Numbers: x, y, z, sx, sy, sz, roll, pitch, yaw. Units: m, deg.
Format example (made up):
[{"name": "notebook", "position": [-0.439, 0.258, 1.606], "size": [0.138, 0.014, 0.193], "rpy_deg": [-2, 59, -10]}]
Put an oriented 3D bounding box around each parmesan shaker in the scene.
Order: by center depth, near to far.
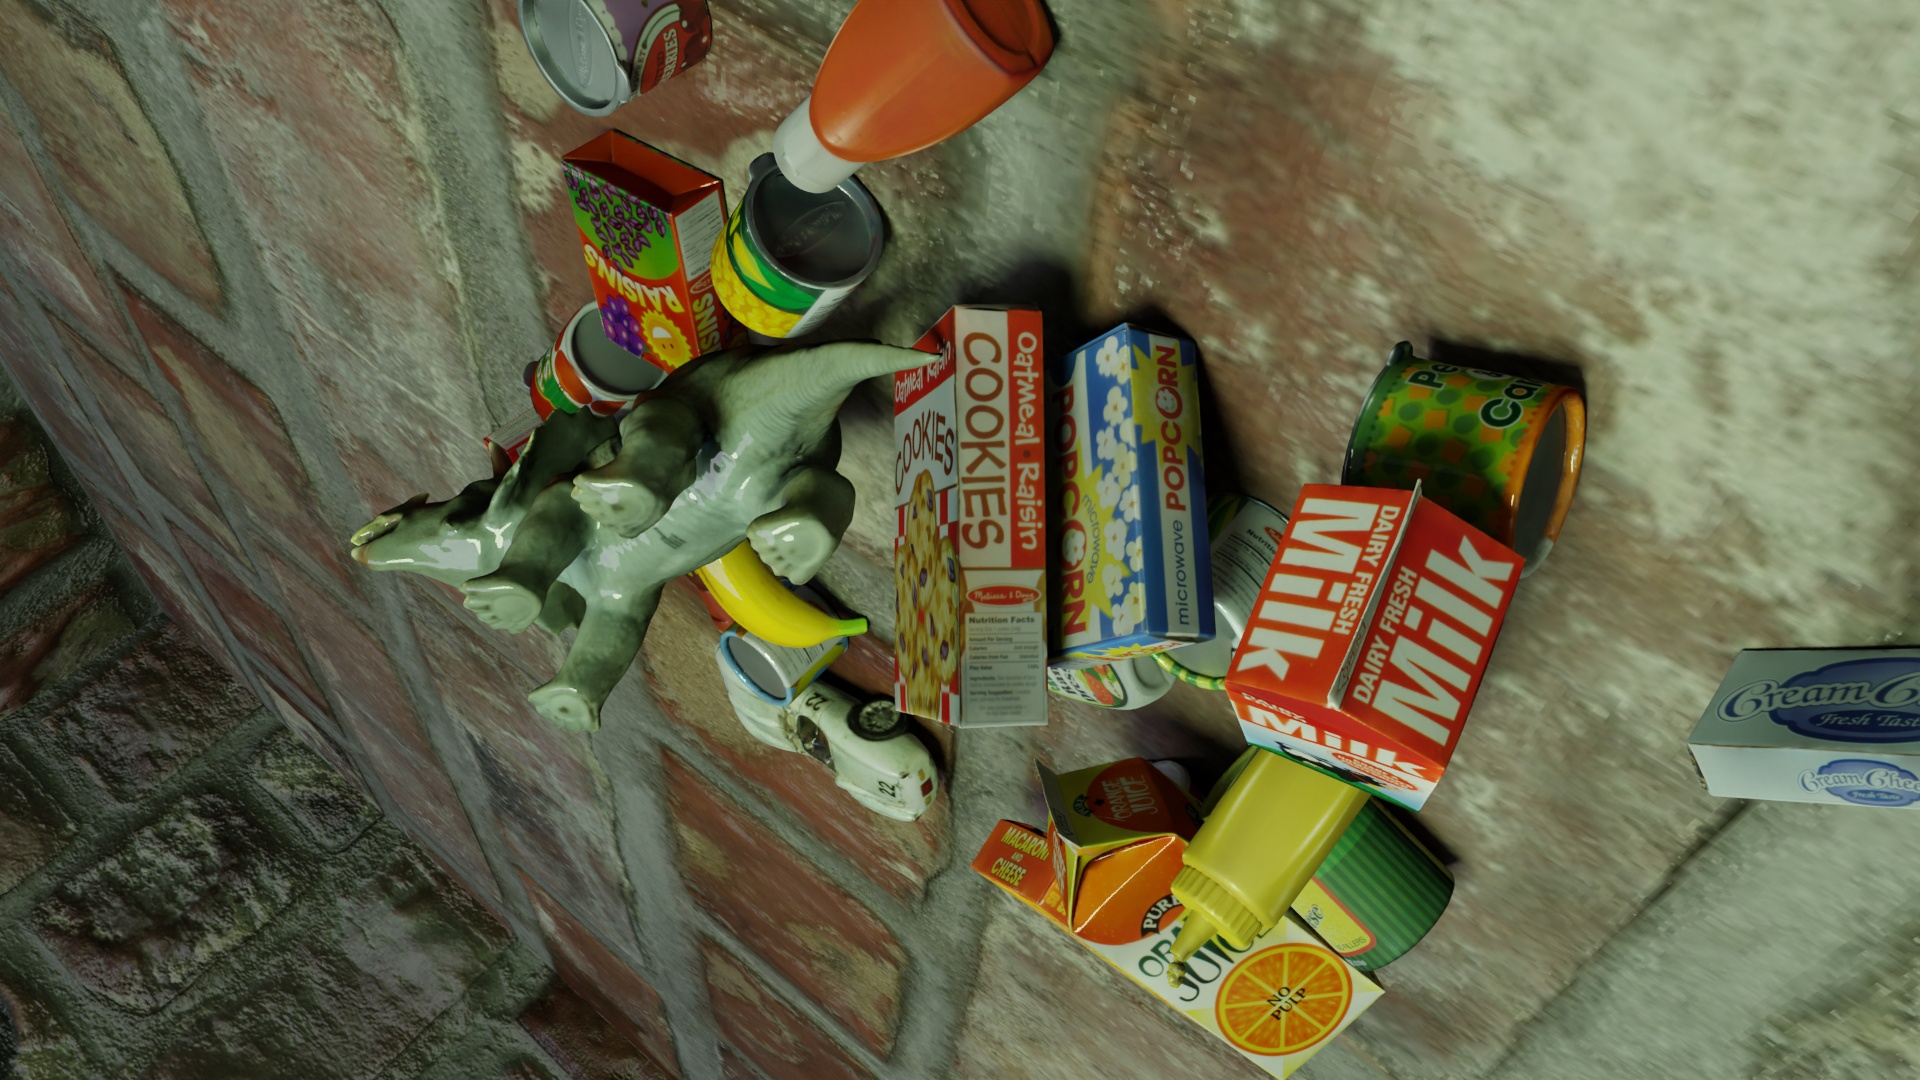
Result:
[{"name": "parmesan shaker", "position": [0.174, 0.144, 0.657], "size": [0.103, 0.071, 0.071], "rpy_deg": [45, 148, 3]}]

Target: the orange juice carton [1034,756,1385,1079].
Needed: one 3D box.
[{"name": "orange juice carton", "position": [0.111, 0.177, 0.687], "size": [0.192, 0.073, 0.072], "rpy_deg": [39, -167, -18]}]

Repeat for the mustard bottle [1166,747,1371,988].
[{"name": "mustard bottle", "position": [0.133, 0.119, 0.585], "size": [0.049, 0.160, 0.065], "rpy_deg": [35, 165, 24]}]

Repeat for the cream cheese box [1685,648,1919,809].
[{"name": "cream cheese box", "position": [0.292, 0.058, 0.436], "size": [0.103, 0.053, 0.024], "rpy_deg": [-8, 118, 53]}]

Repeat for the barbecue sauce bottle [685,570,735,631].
[{"name": "barbecue sauce bottle", "position": [-0.173, -0.006, 0.924], "size": [0.065, 0.044, 0.147], "rpy_deg": [15, 137, 39]}]

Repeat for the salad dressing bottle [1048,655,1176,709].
[{"name": "salad dressing bottle", "position": [0.047, 0.054, 0.730], "size": [0.147, 0.044, 0.064], "rpy_deg": [1, 128, 49]}]

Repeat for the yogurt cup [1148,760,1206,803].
[{"name": "yogurt cup", "position": [0.113, 0.163, 0.757], "size": [0.054, 0.073, 0.072], "rpy_deg": [46, 149, -15]}]

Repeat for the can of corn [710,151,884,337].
[{"name": "can of corn", "position": [-0.079, -0.136, 0.643], "size": [0.071, 0.071, 0.058], "rpy_deg": [50, 149, -5]}]

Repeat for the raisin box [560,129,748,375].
[{"name": "raisin box", "position": [-0.163, -0.149, 0.756], "size": [0.086, 0.040, 0.122], "rpy_deg": [29, 145, 24]}]

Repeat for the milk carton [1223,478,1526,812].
[{"name": "milk carton", "position": [0.139, 0.039, 0.475], "size": [0.073, 0.072, 0.190], "rpy_deg": [21, 170, 19]}]

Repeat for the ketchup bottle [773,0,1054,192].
[{"name": "ketchup bottle", "position": [-0.028, -0.182, 0.554], "size": [0.064, 0.044, 0.148], "rpy_deg": [55, 148, -12]}]

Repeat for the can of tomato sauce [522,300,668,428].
[{"name": "can of tomato sauce", "position": [-0.221, -0.104, 0.847], "size": [0.071, 0.071, 0.083], "rpy_deg": [52, 147, -9]}]

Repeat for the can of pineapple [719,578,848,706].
[{"name": "can of pineapple", "position": [-0.119, 0.069, 0.930], "size": [0.071, 0.058, 0.070], "rpy_deg": [30, 145, 24]}]

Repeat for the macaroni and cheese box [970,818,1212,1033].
[{"name": "macaroni and cheese box", "position": [0.097, 0.228, 0.806], "size": [0.166, 0.040, 0.123], "rpy_deg": [38, 167, -11]}]

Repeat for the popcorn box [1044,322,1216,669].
[{"name": "popcorn box", "position": [0.060, -0.015, 0.574], "size": [0.085, 0.038, 0.127], "rpy_deg": [-23, 66, 57]}]

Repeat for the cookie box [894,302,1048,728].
[{"name": "cookie box", "position": [0.002, -0.008, 0.600], "size": [0.123, 0.040, 0.167], "rpy_deg": [164, 106, -75]}]

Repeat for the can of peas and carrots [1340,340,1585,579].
[{"name": "can of peas and carrots", "position": [0.172, -0.028, 0.471], "size": [0.059, 0.071, 0.070], "rpy_deg": [19, 139, 36]}]

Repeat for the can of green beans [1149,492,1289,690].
[{"name": "can of green beans", "position": [0.112, 0.022, 0.604], "size": [0.071, 0.058, 0.071], "rpy_deg": [30, 145, 24]}]

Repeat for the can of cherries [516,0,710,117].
[{"name": "can of cherries", "position": [-0.155, -0.234, 0.633], "size": [0.071, 0.059, 0.071], "rpy_deg": [30, 144, 25]}]
